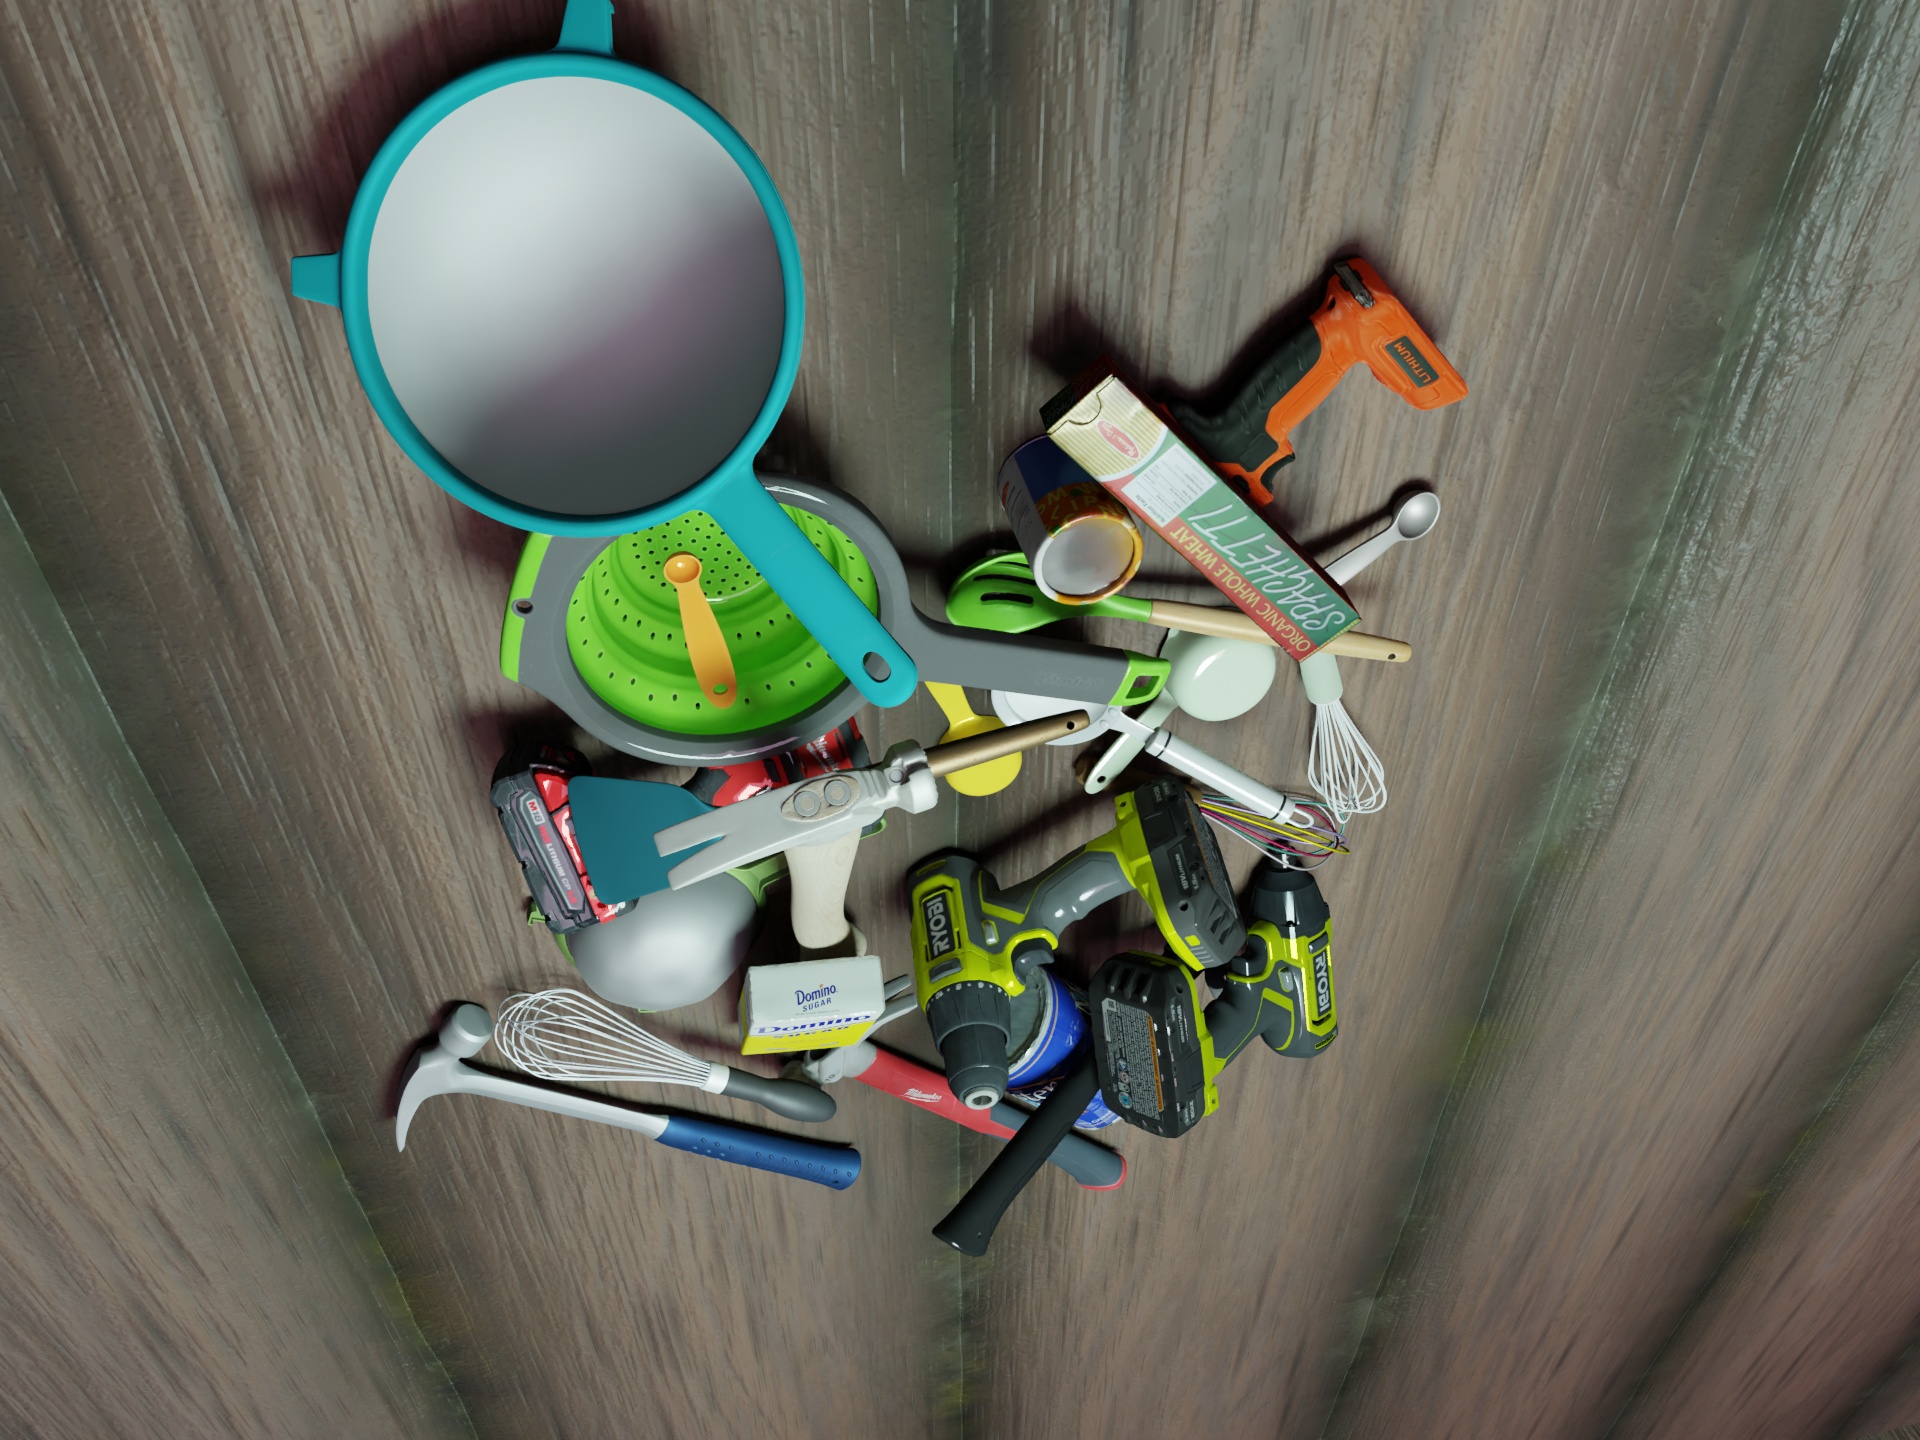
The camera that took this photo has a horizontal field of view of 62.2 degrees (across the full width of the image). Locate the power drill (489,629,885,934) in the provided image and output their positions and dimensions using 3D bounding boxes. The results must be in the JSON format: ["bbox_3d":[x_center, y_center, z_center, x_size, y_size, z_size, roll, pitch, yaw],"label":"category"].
[{"bbox_3d":[-0.168,0.034,0.987,0.219,0.079,0.143,-20,106,-4],"label":"power drill"}]

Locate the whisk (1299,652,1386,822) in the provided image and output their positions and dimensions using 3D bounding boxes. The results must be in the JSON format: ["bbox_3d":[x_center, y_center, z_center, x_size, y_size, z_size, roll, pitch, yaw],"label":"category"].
[{"bbox_3d":[0.257,-0.015,1.118,0.058,0.059,0.246,-53,138,-28],"label":"whisk"}]

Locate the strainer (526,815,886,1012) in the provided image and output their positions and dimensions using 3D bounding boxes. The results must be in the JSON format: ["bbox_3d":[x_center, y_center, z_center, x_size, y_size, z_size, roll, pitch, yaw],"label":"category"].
[{"bbox_3d":[-0.161,0.137,1.107,0.256,0.069,0.151,-27,134,10],"label":"strainer"}]

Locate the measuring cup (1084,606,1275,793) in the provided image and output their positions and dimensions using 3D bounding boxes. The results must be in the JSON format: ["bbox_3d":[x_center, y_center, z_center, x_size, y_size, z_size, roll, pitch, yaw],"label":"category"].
[{"bbox_3d":[0.146,-0.002,1.080,0.083,0.038,0.167,30,109,-34],"label":"measuring cup"}]

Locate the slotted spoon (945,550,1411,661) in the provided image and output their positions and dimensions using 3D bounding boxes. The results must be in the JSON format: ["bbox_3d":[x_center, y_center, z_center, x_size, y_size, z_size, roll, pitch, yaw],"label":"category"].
[{"bbox_3d":[0.143,-0.065,1.013,0.313,0.031,0.070,8,136,-12],"label":"slotted spoon"}]

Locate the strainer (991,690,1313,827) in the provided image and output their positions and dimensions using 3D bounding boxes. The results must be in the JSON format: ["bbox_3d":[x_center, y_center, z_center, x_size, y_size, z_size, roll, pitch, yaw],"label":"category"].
[{"bbox_3d":[0.123,0.010,1.051,0.258,0.050,0.086,28,130,-8],"label":"strainer"}]

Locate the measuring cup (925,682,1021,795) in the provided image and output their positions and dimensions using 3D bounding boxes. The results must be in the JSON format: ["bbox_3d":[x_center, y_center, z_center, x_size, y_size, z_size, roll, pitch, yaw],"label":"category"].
[{"bbox_3d":[-0.002,-0.003,1.052,0.062,0.029,0.156,-23,137,5],"label":"measuring cup"}]

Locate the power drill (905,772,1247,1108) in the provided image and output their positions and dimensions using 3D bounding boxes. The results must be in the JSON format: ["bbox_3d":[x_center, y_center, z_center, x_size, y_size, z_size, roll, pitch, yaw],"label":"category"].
[{"bbox_3d":[0.072,0.149,1.092,0.228,0.191,0.080,-26,134,15],"label":"power drill"}]

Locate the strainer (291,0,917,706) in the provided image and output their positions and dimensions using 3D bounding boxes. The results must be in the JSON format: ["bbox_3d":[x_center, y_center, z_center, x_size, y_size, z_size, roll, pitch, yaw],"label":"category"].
[{"bbox_3d":[-0.131,-0.148,0.760,0.211,0.095,0.340,-38,99,11],"label":"strainer"}]

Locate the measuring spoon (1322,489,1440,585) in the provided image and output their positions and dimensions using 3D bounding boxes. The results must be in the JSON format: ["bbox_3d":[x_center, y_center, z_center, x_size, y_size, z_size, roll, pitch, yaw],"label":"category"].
[{"bbox_3d":[0.255,-0.110,1.030,0.124,0.018,0.034,-35,132,2],"label":"measuring spoon"}]

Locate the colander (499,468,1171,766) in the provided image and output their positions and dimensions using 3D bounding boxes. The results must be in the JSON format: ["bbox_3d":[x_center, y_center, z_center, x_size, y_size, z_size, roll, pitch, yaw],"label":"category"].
[{"bbox_3d":[-0.063,-0.068,0.928,0.397,0.095,0.204,7,130,-24],"label":"colander"}]

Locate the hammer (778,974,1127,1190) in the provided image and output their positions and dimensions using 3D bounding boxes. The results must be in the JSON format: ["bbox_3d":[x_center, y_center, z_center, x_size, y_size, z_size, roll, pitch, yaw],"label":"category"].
[{"bbox_3d":[0.030,0.330,1.373,0.143,0.038,0.385,-41,130,19],"label":"hammer"}]

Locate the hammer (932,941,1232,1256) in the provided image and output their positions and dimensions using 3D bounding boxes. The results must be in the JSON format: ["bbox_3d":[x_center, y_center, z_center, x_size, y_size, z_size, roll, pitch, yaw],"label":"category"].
[{"bbox_3d":[0.095,0.264,1.199,0.335,0.035,0.146,-46,125,-24],"label":"hammer"}]

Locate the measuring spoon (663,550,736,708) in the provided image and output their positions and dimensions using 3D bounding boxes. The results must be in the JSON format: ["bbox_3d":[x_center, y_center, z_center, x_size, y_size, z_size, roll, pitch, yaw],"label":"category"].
[{"bbox_3d":[-0.138,-0.048,0.850,0.021,0.011,0.116,-15,139,-5],"label":"measuring spoon"}]

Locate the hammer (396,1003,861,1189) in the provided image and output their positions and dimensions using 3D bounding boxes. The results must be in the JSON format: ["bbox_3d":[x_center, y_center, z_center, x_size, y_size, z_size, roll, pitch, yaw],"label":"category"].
[{"bbox_3d":[-0.255,0.327,1.281,0.405,0.035,0.144,25,121,-34],"label":"hammer"}]

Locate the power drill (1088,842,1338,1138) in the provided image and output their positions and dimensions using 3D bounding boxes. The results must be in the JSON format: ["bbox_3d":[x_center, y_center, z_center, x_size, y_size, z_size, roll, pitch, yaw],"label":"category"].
[{"bbox_3d":[0.202,0.203,1.208,0.223,0.080,0.171,-22,110,-40],"label":"power drill"}]

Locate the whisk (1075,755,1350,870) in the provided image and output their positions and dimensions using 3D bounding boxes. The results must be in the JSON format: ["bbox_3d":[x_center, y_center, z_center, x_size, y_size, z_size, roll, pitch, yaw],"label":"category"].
[{"bbox_3d":[0.192,0.065,1.171,0.244,0.047,0.051,17,126,-26],"label":"whisk"}]

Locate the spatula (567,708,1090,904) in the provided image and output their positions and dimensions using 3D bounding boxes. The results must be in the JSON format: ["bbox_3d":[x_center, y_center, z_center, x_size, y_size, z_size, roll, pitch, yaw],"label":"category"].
[{"bbox_3d":[-0.072,0.037,0.961,0.317,0.044,0.082,-15,104,-14],"label":"spatula"}]

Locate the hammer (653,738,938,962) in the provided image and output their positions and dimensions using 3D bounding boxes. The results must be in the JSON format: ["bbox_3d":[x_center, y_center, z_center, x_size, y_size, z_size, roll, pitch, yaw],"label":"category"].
[{"bbox_3d":[-0.098,0.113,1.001,0.146,0.038,0.410,-19,163,-11],"label":"hammer"}]

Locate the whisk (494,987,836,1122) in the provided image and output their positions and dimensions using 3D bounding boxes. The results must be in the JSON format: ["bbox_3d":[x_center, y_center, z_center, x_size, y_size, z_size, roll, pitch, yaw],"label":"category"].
[{"bbox_3d":[-0.214,0.259,1.195,0.284,0.070,0.070,24,122,-29],"label":"whisk"}]
